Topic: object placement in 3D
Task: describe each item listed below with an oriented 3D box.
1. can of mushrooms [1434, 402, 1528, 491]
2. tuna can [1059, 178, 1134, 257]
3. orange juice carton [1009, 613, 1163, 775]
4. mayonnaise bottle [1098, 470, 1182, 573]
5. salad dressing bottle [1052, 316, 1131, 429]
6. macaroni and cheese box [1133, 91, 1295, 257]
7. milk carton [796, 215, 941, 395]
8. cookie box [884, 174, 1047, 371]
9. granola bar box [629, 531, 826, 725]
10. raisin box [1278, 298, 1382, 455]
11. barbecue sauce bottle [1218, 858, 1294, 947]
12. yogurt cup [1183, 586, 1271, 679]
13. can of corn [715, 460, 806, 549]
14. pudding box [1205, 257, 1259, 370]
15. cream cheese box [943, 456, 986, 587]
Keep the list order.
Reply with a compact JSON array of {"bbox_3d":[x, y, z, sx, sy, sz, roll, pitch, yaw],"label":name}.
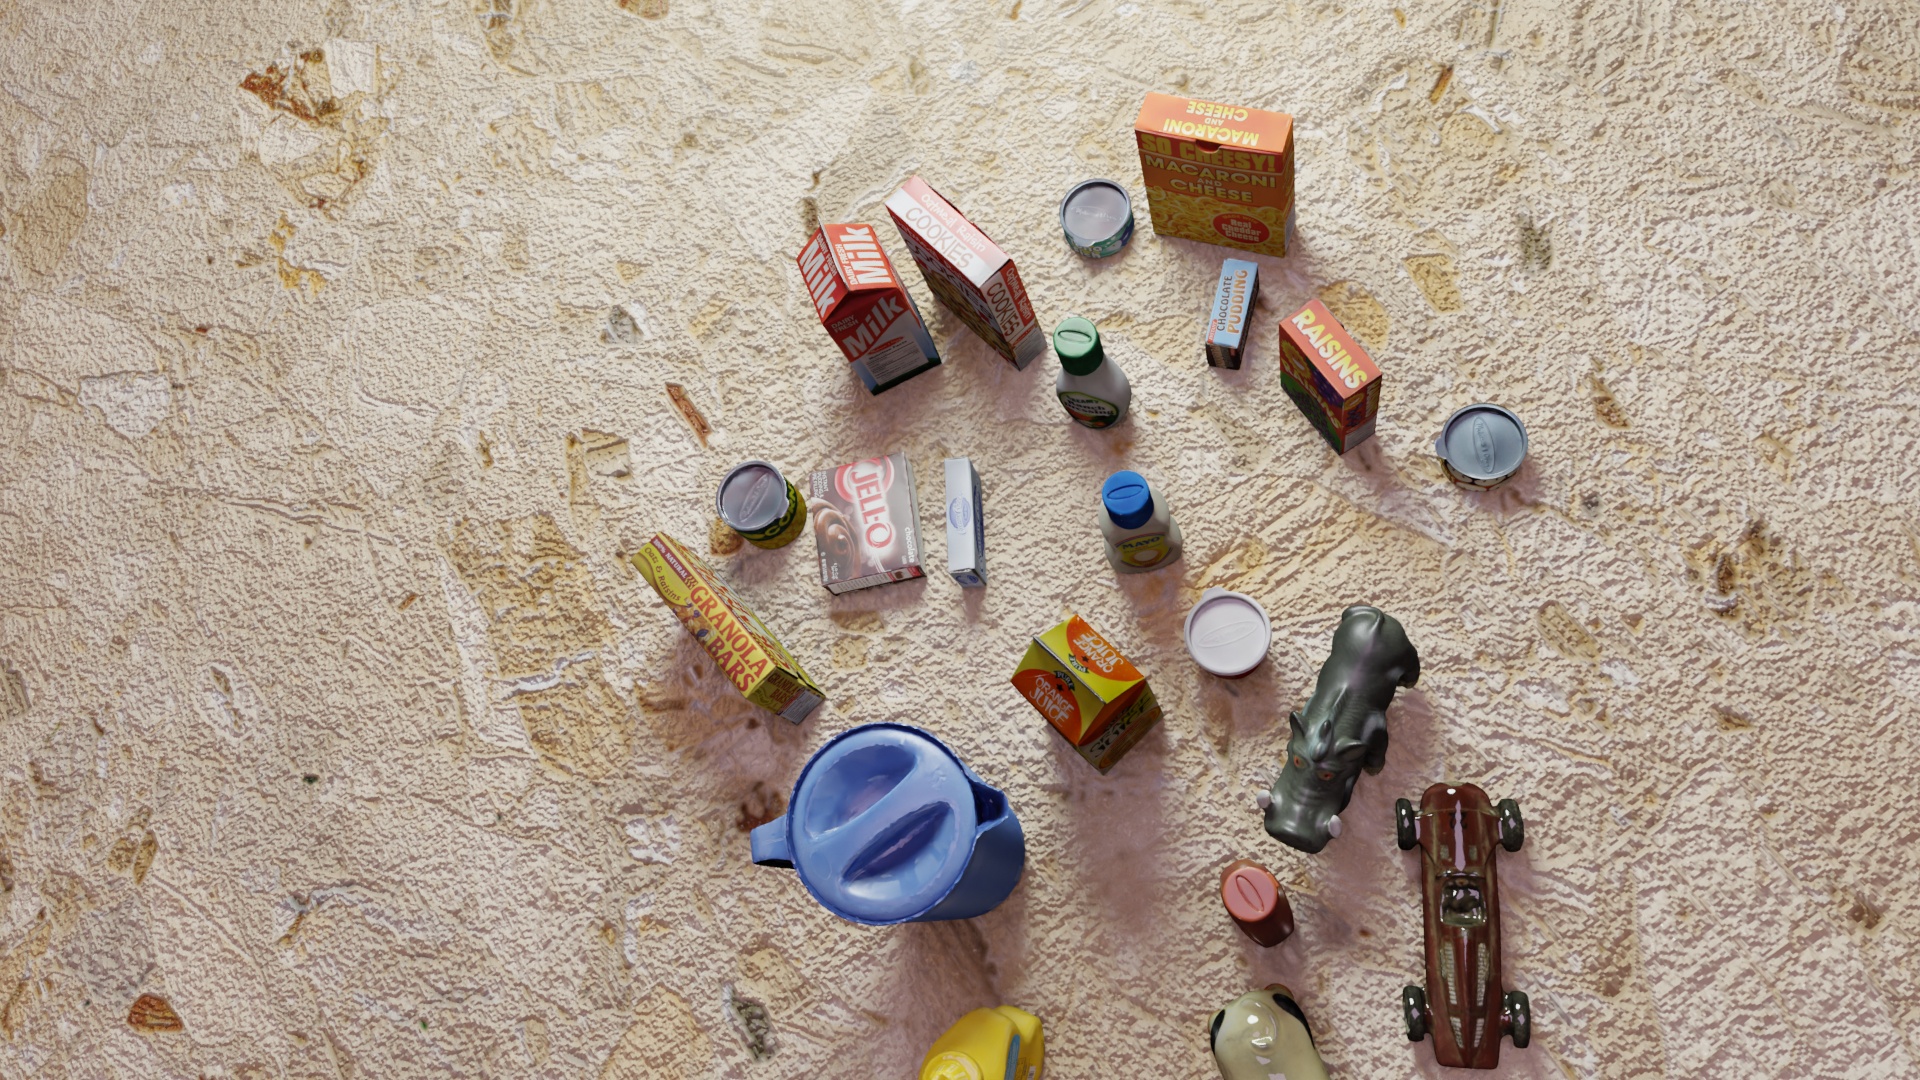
[{"bbox_3d":[0.419,-0.075,1.124,0.071,0.033,0.071,-4,71,13],"label":"can of mushrooms"},{"bbox_3d":[0.124,-0.292,1.269,0.071,0.032,0.071,-4,71,13],"label":"tuna can"},{"bbox_3d":[0.096,0.116,1.053,0.073,0.192,0.072,-45,68,-3],"label":"orange juice carton"},{"bbox_3d":[0.140,-0.014,1.110,0.065,0.147,0.041,-14,70,9],"label":"mayonnaise bottle"},{"bbox_3d":[0.106,-0.139,1.161,0.064,0.147,0.044,14,76,18],"label":"salad dressing bottle"},{"bbox_3d":[0.219,-0.307,1.179,0.124,0.166,0.040,15,77,18],"label":"macaroni and cheese box"},{"bbox_3d":[-0.083,-0.206,1.207,0.073,0.190,0.072,-25,68,5],"label":"milk carton"},{"bbox_3d":[0.008,-0.229,1.204,0.040,0.167,0.123,-44,68,-3],"label":"cookie box"},{"bbox_3d":[-0.195,0.075,1.176,0.039,0.124,0.166,-44,68,-2],"label":"granola bar box"},{"bbox_3d":[0.298,-0.131,1.124,0.040,0.123,0.086,-34,68,2],"label":"raisin box"},{"bbox_3d":[0.212,0.259,1.001,0.043,0.148,0.065,-34,68,2],"label":"barbecue sauce bottle"},{"bbox_3d":[0.215,0.080,1.111,0.072,0.054,0.072,-4,71,13],"label":"yogurt cup"},{"bbox_3d":[-0.175,-0.030,1.242,0.071,0.058,0.071,-4,71,13],"label":"can of corn"},{"bbox_3d":[0.235,-0.196,1.201,0.030,0.049,0.084,11,75,17],"label":"pudding box"},{"bbox_3d":[0.004,-0.015,1.195,0.024,0.053,0.104,-7,71,12],"label":"cream cheese box"}]
